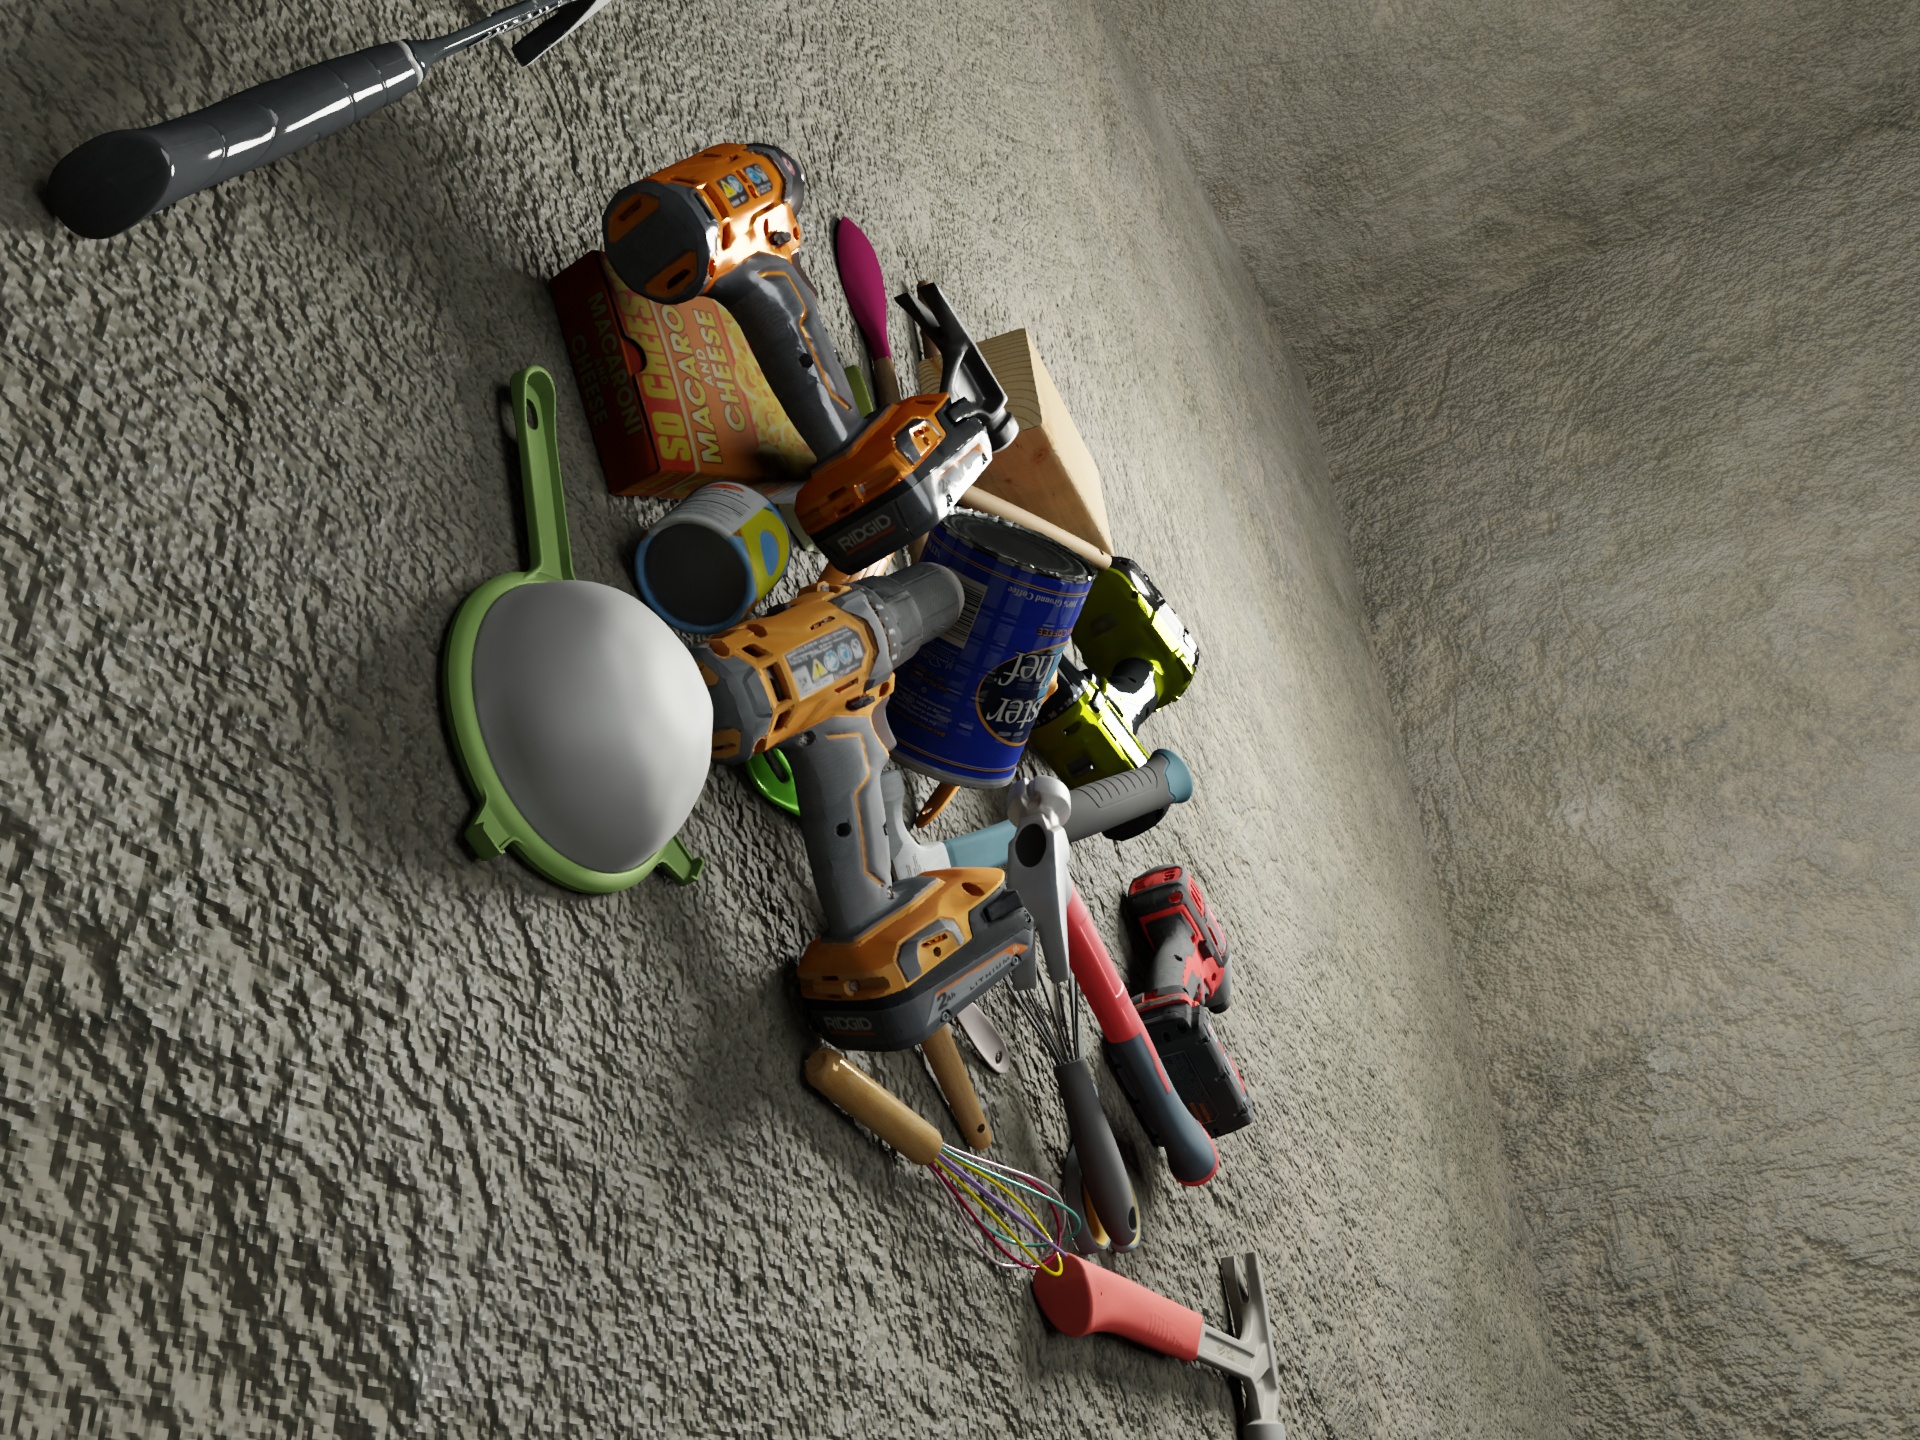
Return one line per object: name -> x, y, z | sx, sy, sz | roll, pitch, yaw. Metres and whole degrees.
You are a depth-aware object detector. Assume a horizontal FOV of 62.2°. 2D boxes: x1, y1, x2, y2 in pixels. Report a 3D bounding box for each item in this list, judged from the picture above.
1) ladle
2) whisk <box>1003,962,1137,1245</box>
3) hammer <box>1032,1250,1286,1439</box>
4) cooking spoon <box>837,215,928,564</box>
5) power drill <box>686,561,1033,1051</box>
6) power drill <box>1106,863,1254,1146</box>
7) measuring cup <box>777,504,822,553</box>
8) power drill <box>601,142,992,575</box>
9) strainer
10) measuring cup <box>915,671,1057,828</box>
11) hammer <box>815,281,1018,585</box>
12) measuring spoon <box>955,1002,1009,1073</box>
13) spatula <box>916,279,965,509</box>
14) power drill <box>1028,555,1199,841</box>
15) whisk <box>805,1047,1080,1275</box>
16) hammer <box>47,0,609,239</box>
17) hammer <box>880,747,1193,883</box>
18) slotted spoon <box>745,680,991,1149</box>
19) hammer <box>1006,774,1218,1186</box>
ladle -> 0.017, -0.169, 1.151 | 0.320, 0.062, 0.078 | 19, 42, -45
whisk -> 0.072, 0.226, 1.044 | 0.055, 0.055, 0.239 | 3, 68, -66
hammer -> 0.143, 0.405, 1.085 | 0.358, 0.037, 0.149 | 44, 34, -48
cooking spoon -> -0.054, -0.247, 1.195 | 0.068, 0.017, 0.319 | 29, 45, -57
power drill -> -0.038, 0.034, 0.836 | 0.185, 0.084, 0.226 | -31, 105, -43
power drill -> 0.181, 0.228, 1.274 | 0.143, 0.078, 0.220 | 61, 21, -22
measuring cup -> -0.107, -0.166, 0.977 | 0.167, 0.038, 0.083 | 42, 36, -52
power drill -> -0.080, -0.211, 0.872 | 0.226, 0.084, 0.164 | 54, 34, -16
strainer -> -0.161, -0.053, 0.716 | 0.151, 0.069, 0.256 | 22, 54, -62
measuring cup -> -0.002, -0.003, 1.055 | 0.052, 0.095, 0.174 | 55, 45, -23
hammer -> -0.049, -0.133, 0.986 | 0.127, 0.034, 0.337 | 56, 41, -32
measuring spoon -> 0.001, 0.183, 0.973 | 0.124, 0.018, 0.034 | 58, 46, -43
spatula -> -0.010, -0.224, 1.278 | 0.059, 0.018, 0.316 | 39, 38, -59
power drill -> 0.105, -0.037, 1.251 | 0.190, 0.080, 0.229 | 52, 31, -14
whisk -> -0.005, 0.245, 0.869 | 0.244, 0.051, 0.047 | 48, 37, -37
hammer -> -0.239, -0.293, 0.701 | 0.036, 0.149, 0.409 | 60, 33, -23
hammer -> 0.058, 0.068, 1.047 | 0.331, 0.033, 0.128 | -15, 93, -50
slotted spoon -> -0.046, 0.113, 0.895 | 0.070, 0.031, 0.313 | -33, 109, -30
hammer -> 0.105, 0.210, 1.021 | 0.143, 0.038, 0.385 | -89, 159, -45
